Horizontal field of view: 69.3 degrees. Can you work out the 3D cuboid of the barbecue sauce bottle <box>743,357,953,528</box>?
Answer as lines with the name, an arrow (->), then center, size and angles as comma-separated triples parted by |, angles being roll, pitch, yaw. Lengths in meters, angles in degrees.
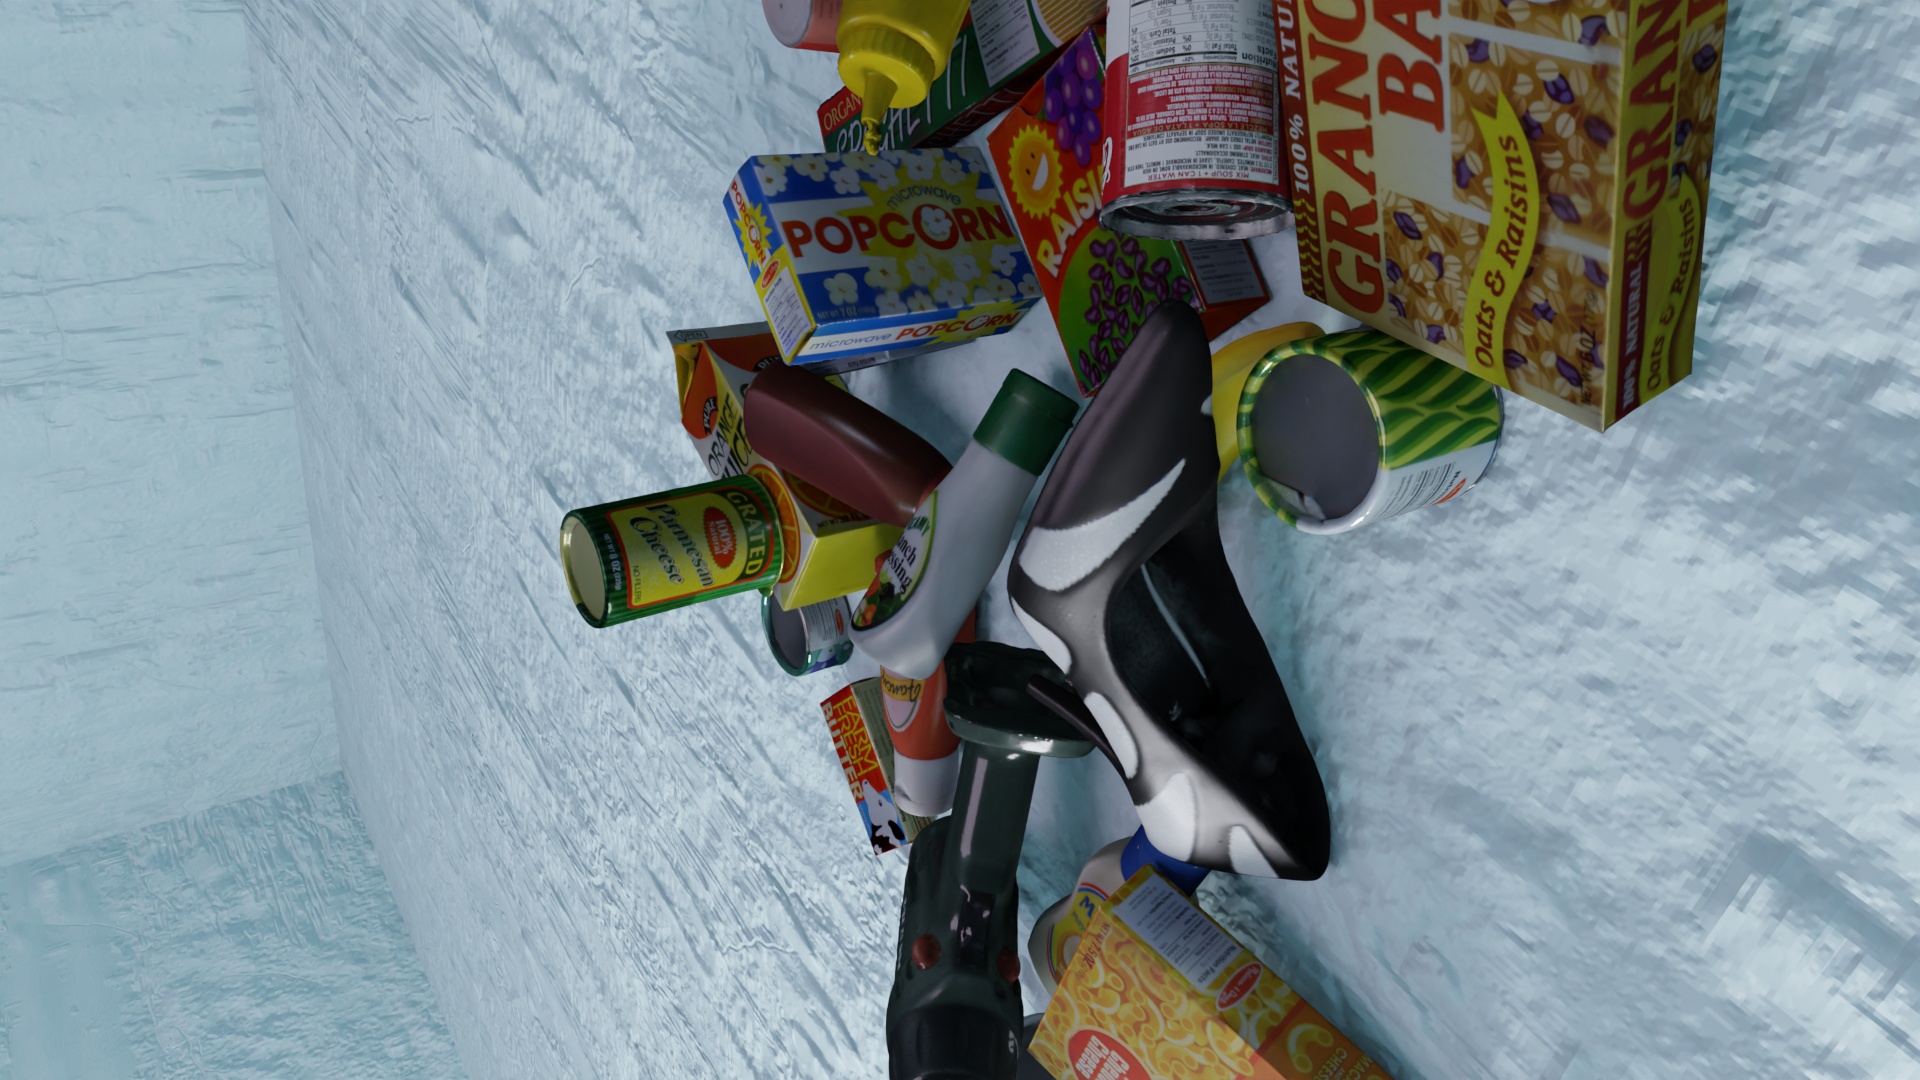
barbecue sauce bottle -> -0.042, -0.038, 0.713 | 0.149, 0.044, 0.064 | 29, 150, 21

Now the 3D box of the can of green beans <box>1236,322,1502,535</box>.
can of green beans -> 0.136, -0.039, 0.467 | 0.071, 0.058, 0.071 | 27, 124, 50

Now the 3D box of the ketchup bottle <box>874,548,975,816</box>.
ketchup bottle -> -0.019, 0.080, 0.767 | 0.065, 0.044, 0.148 | 28, 125, 49

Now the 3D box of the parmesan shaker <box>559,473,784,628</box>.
parmesan shaker -> -0.157, 0.008, 0.759 | 0.071, 0.103, 0.071 | 26, 123, 49

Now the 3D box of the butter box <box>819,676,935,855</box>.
butter box -> -0.051, 0.139, 0.858 | 0.053, 0.024, 0.103 | -38, 70, 55

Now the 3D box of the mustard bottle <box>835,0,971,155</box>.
mustard bottle -> -0.021, -0.235, 0.580 | 0.065, 0.049, 0.160 | -14, 60, 59

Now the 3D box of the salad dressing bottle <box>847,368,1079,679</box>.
salad dressing bottle -> 0.002, -0.008, 0.642 | 0.147, 0.044, 0.064 | -59, 20, 8

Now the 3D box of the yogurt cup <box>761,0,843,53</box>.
yogurt cup -> -0.064, -0.274, 0.689 | 0.072, 0.054, 0.072 | 29, 126, 49

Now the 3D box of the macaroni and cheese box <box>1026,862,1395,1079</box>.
macaroni and cheese box -> 0.115, 0.235, 0.588 | 0.167, 0.040, 0.123 | 39, 136, 24

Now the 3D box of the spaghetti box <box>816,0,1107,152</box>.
spaghetti box -> 0.004, -0.217, 0.630 | 0.249, 0.029, 0.050 | -11, 93, 58

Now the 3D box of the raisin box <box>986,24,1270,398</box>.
raisin box -> 0.064, -0.131, 0.562 | 0.085, 0.040, 0.123 | -34, 73, 57

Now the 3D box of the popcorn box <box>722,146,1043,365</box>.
popcorn box -> -0.034, -0.132, 0.631 | 0.038, 0.127, 0.085 | -40, 69, 52

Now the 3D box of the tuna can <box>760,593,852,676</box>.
tuna can -> -0.100, 0.053, 0.893 | 0.071, 0.033, 0.070 | 27, 123, 50

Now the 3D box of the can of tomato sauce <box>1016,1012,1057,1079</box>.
can of tomato sauce -> 0.043, 0.305, 0.736 | 0.071, 0.071, 0.082 | 44, 135, 40

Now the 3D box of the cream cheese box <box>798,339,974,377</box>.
cream cheese box -> -0.044, -0.104, 0.725 | 0.103, 0.053, 0.024 | -1, 103, 57

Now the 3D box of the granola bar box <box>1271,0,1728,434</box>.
granola bar box -> 0.143, -0.127, 0.384 | 0.124, 0.039, 0.164 | 41, 156, 47

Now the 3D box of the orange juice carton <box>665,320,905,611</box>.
orange juice carton -> -0.105, -0.060, 0.820 | 0.193, 0.072, 0.072 | 58, 143, 26

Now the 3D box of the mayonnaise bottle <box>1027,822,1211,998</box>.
mayonnaise bottle -> 0.079, 0.174, 0.654 | 0.065, 0.041, 0.147 | 52, 141, 27
